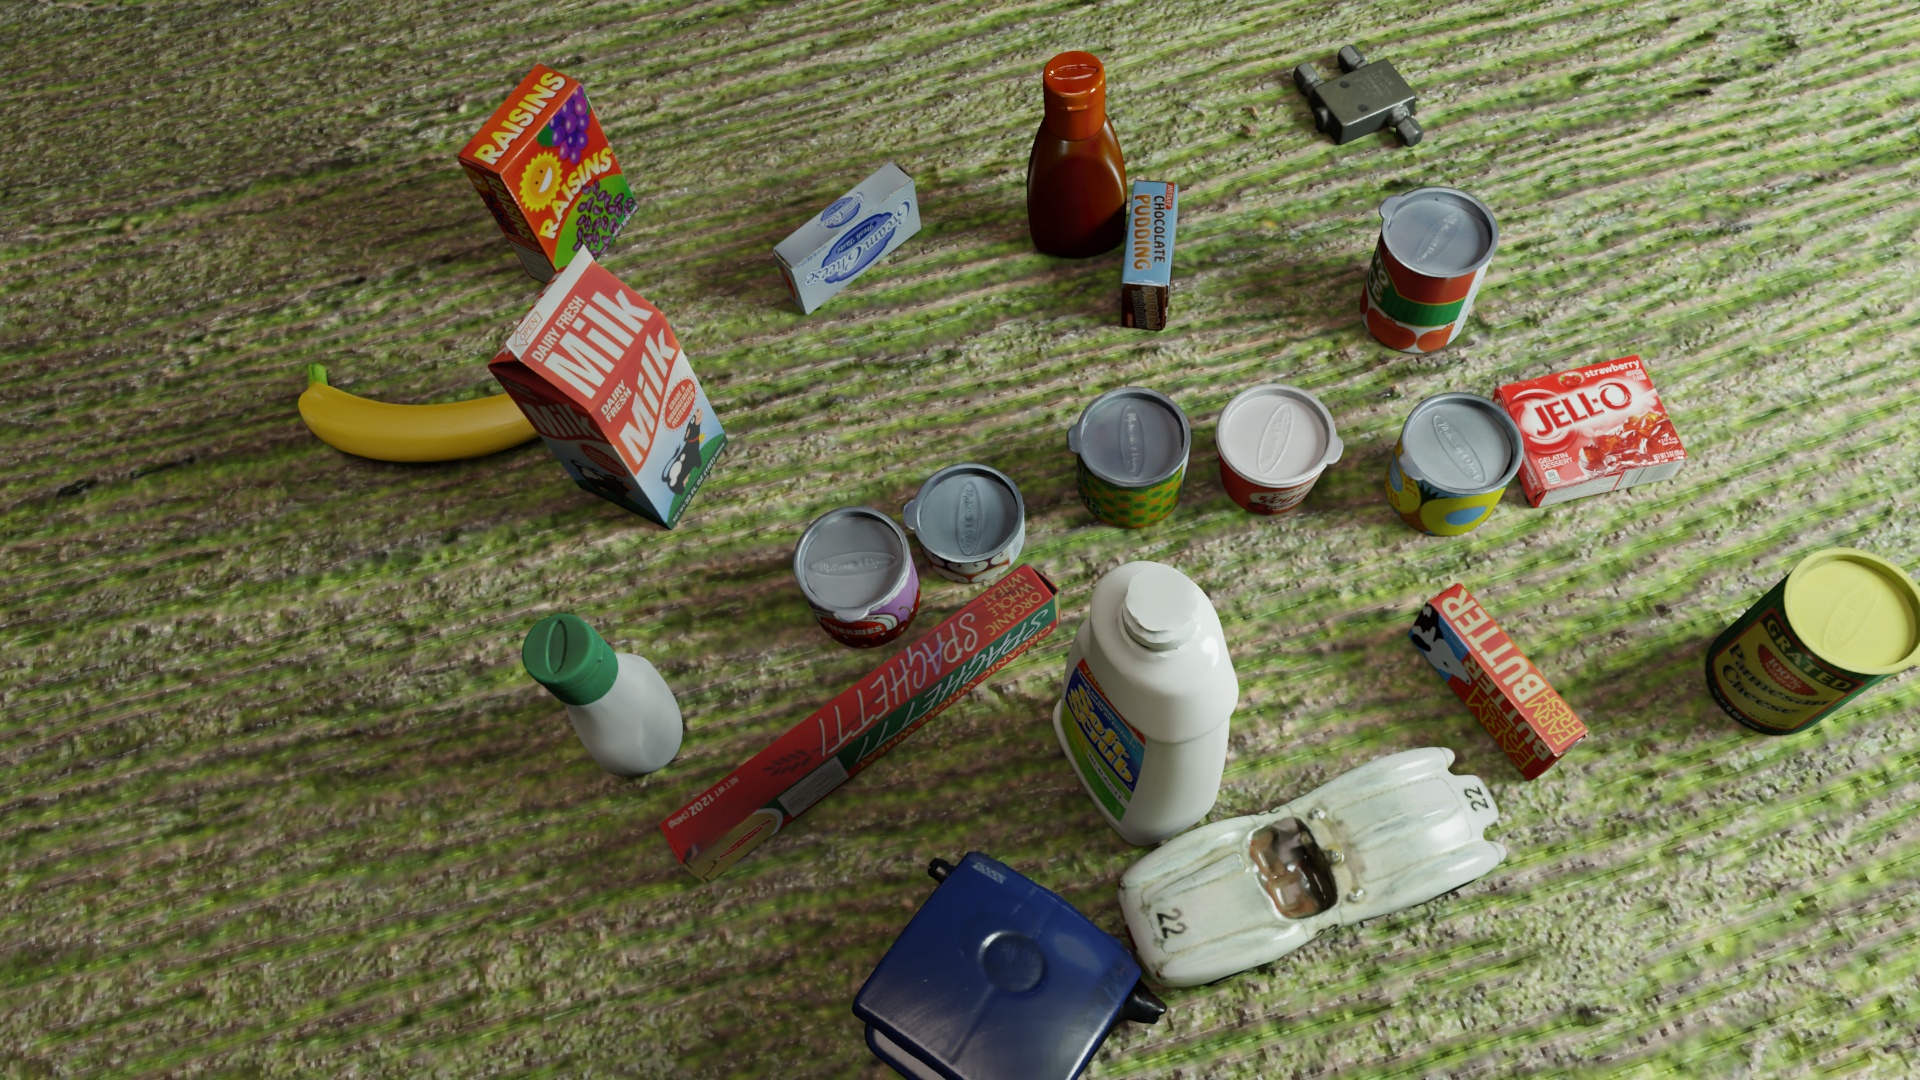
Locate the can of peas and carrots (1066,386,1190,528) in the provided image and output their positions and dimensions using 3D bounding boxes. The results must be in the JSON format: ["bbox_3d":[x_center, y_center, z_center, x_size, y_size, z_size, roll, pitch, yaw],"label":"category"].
[{"bbox_3d":[0.099,-0.048,0.821,0.071,0.058,0.071,-2,64,5],"label":"can of peas and carrots"}]

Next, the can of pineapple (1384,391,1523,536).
[{"bbox_3d":[0.281,-0.043,0.802,0.071,0.057,0.071,-2,64,5],"label":"can of pineapple"}]

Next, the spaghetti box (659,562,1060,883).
[{"bbox_3d":[-0.050,0.099,0.769,0.250,0.050,0.029,-35,66,-11],"label":"spaghetti box"}]

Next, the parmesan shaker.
[{"bbox_3d":[0.438,0.057,0.713,0.071,0.102,0.071,-2,64,5],"label":"parmesan shaker"}]

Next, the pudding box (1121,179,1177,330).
[{"bbox_3d":[0.121,-0.183,0.890,0.030,0.049,0.084,5,65,8],"label":"pudding box"}]

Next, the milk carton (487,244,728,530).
[{"bbox_3d":[-0.203,-0.087,0.796,0.073,0.189,0.072,24,69,16],"label":"milk carton"}]

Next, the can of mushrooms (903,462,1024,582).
[{"bbox_3d":[0.003,-0.010,0.826,0.071,0.033,0.071,-2,64,5],"label":"can of mushrooms"}]

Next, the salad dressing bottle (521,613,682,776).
[{"bbox_3d":[-0.188,0.082,0.736,0.044,0.147,0.064,-5,64,4],"label":"salad dressing bottle"}]

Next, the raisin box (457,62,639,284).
[{"bbox_3d":[-0.267,-0.235,0.912,0.040,0.123,0.086,26,70,17],"label":"raisin box"}]

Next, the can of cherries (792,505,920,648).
[{"bbox_3d":[-0.059,0.024,0.802,0.071,0.058,0.072,-2,64,5],"label":"can of cherries"}]

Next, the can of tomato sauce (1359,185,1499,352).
[{"bbox_3d":[0.281,-0.164,0.846,0.071,0.082,0.071,-2,64,5],"label":"can of tomato sauce"}]

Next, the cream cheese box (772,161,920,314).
[{"bbox_3d":[-0.073,-0.199,0.914,0.104,0.053,0.024,-40,67,-13],"label":"cream cheese box"}]

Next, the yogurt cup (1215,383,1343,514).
[{"bbox_3d":[0.183,-0.051,0.817,0.072,0.053,0.072,-2,64,5],"label":"yogurt cup"}]

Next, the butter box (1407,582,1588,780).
[{"bbox_3d":[0.287,0.076,0.746,0.024,0.053,0.104,-30,65,-9],"label":"butter box"}]

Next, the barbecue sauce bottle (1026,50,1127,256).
[{"bbox_3d":[0.072,-0.238,0.866,0.065,0.148,0.044,-4,64,4],"label":"barbecue sauce bottle"}]
